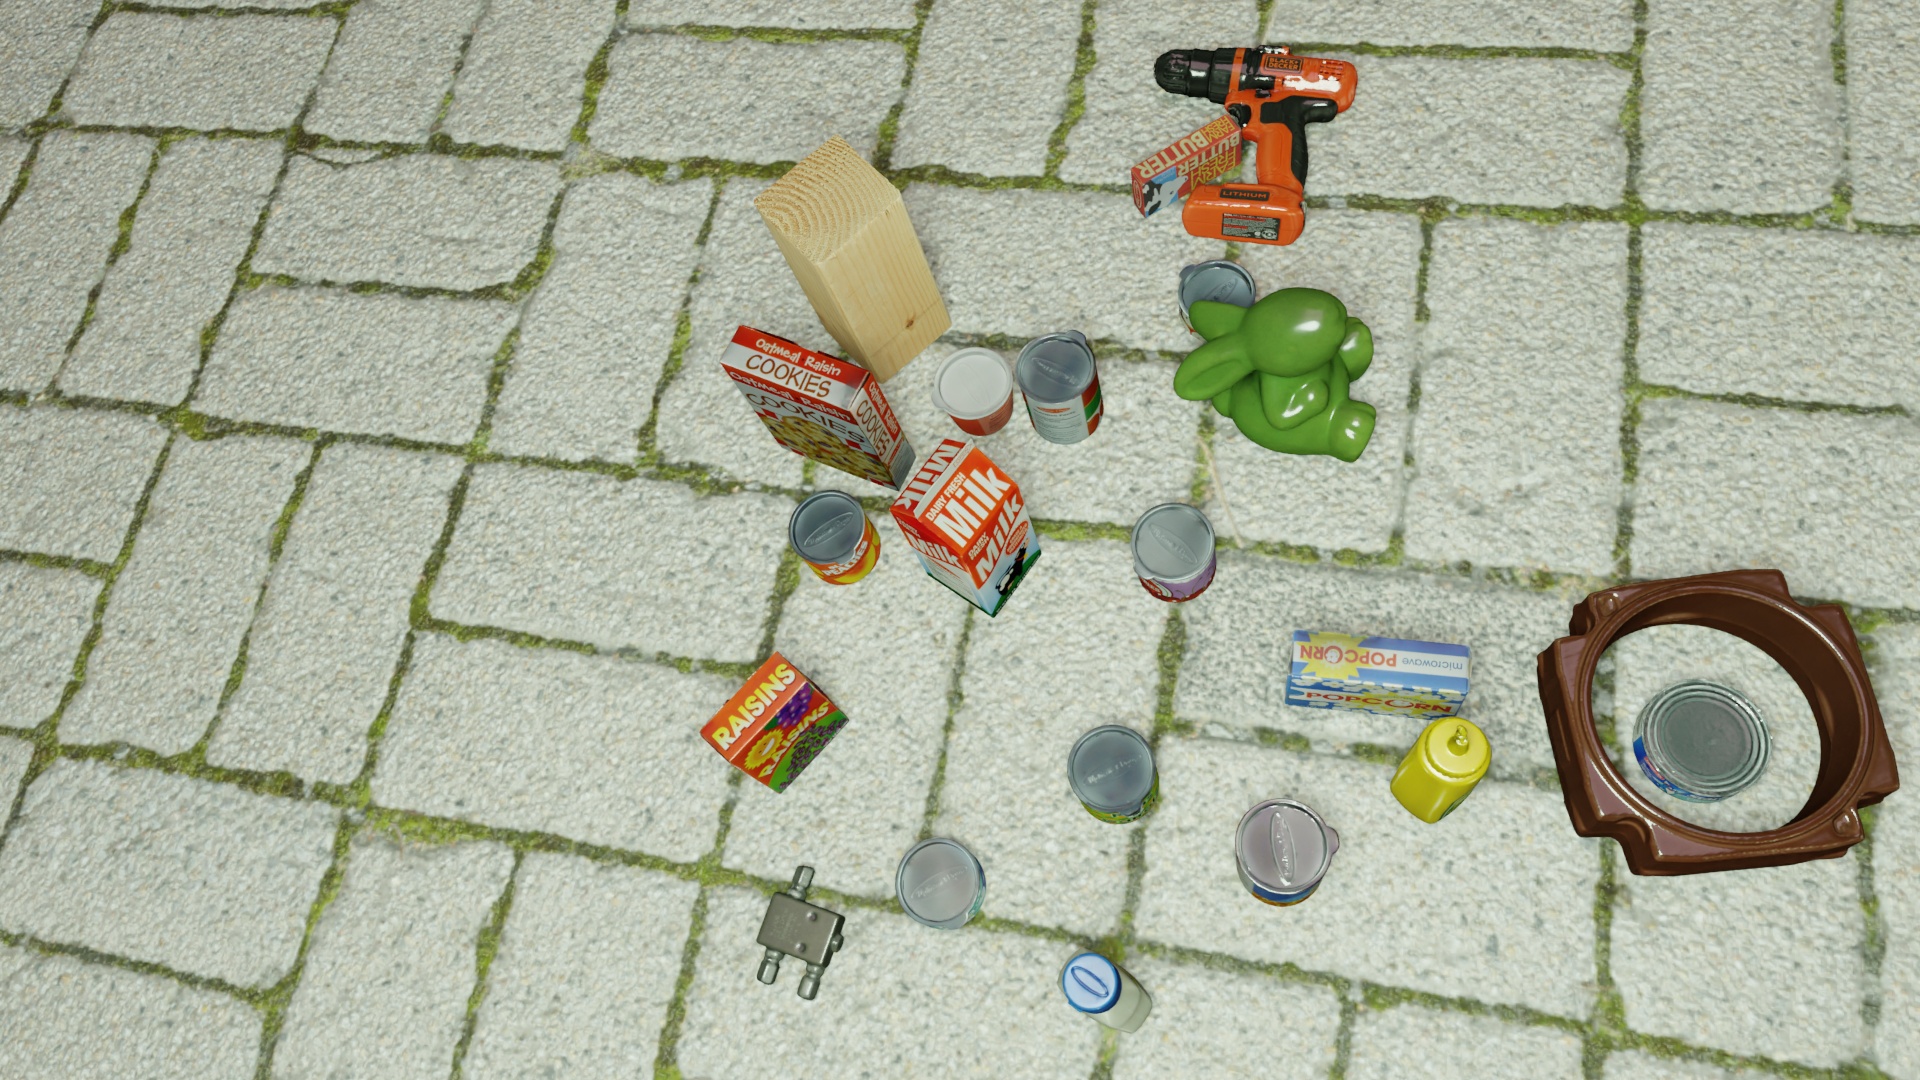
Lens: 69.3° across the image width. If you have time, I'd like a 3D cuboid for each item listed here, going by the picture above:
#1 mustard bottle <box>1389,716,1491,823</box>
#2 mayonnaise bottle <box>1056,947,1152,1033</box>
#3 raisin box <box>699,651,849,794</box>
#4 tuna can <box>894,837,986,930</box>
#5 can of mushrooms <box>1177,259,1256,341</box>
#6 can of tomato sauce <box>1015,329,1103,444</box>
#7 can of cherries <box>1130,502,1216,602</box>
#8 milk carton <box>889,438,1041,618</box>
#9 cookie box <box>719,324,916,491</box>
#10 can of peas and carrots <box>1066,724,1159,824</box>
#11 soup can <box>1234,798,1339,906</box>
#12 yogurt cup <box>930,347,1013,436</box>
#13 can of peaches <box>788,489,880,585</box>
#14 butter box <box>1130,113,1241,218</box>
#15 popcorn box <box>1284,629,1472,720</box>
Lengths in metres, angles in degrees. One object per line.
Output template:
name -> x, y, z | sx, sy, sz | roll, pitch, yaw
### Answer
mustard bottle -> 0.338, 0.155, 0.967 | 0.065, 0.159, 0.049 | -44, 67, -7
mayonnaise bottle -> 0.097, 0.309, 0.960 | 0.065, 0.147, 0.041 | 33, 79, 21
raisin box -> -0.143, 0.144, 1.087 | 0.040, 0.123, 0.086 | 41, 81, 22
tuna can -> -0.013, 0.265, 1.062 | 0.071, 0.032, 0.071 | -4, 68, 10
can of mushrooms -> 0.220, -0.208, 1.203 | 0.071, 0.033, 0.071 | -4, 68, 10
can of tomato sauce -> 0.086, -0.129, 1.171 | 0.071, 0.083, 0.071 | -4, 68, 10
can of cherries -> 0.169, 0.012, 1.112 | 0.071, 0.058, 0.072 | -4, 68, 10
milk carton -> 0.004, -0.014, 1.083 | 0.073, 0.190, 0.072 | 33, 79, 21
cookie box -> -0.115, -0.108, 1.157 | 0.123, 0.167, 0.040 | 21, 75, 18
can of peas and carrots -> 0.118, 0.181, 1.055 | 0.071, 0.058, 0.071 | -4, 68, 10
soup can -> 0.234, 0.226, 1.001 | 0.071, 0.083, 0.071 | -4, 68, 10
yogurt cup -> 0.015, -0.125, 1.200 | 0.072, 0.053, 0.072 | -4, 68, 10
can of peaches -> -0.104, 0.000, 1.172 | 0.071, 0.058, 0.071 | -4, 68, 10
butter box -> 0.203, -0.336, 1.247 | 0.103, 0.053, 0.024 | -30, 66, -1
popcorn box -> 0.308, 0.102, 1.035 | 0.127, 0.085, 0.038 | 5, 70, 13
